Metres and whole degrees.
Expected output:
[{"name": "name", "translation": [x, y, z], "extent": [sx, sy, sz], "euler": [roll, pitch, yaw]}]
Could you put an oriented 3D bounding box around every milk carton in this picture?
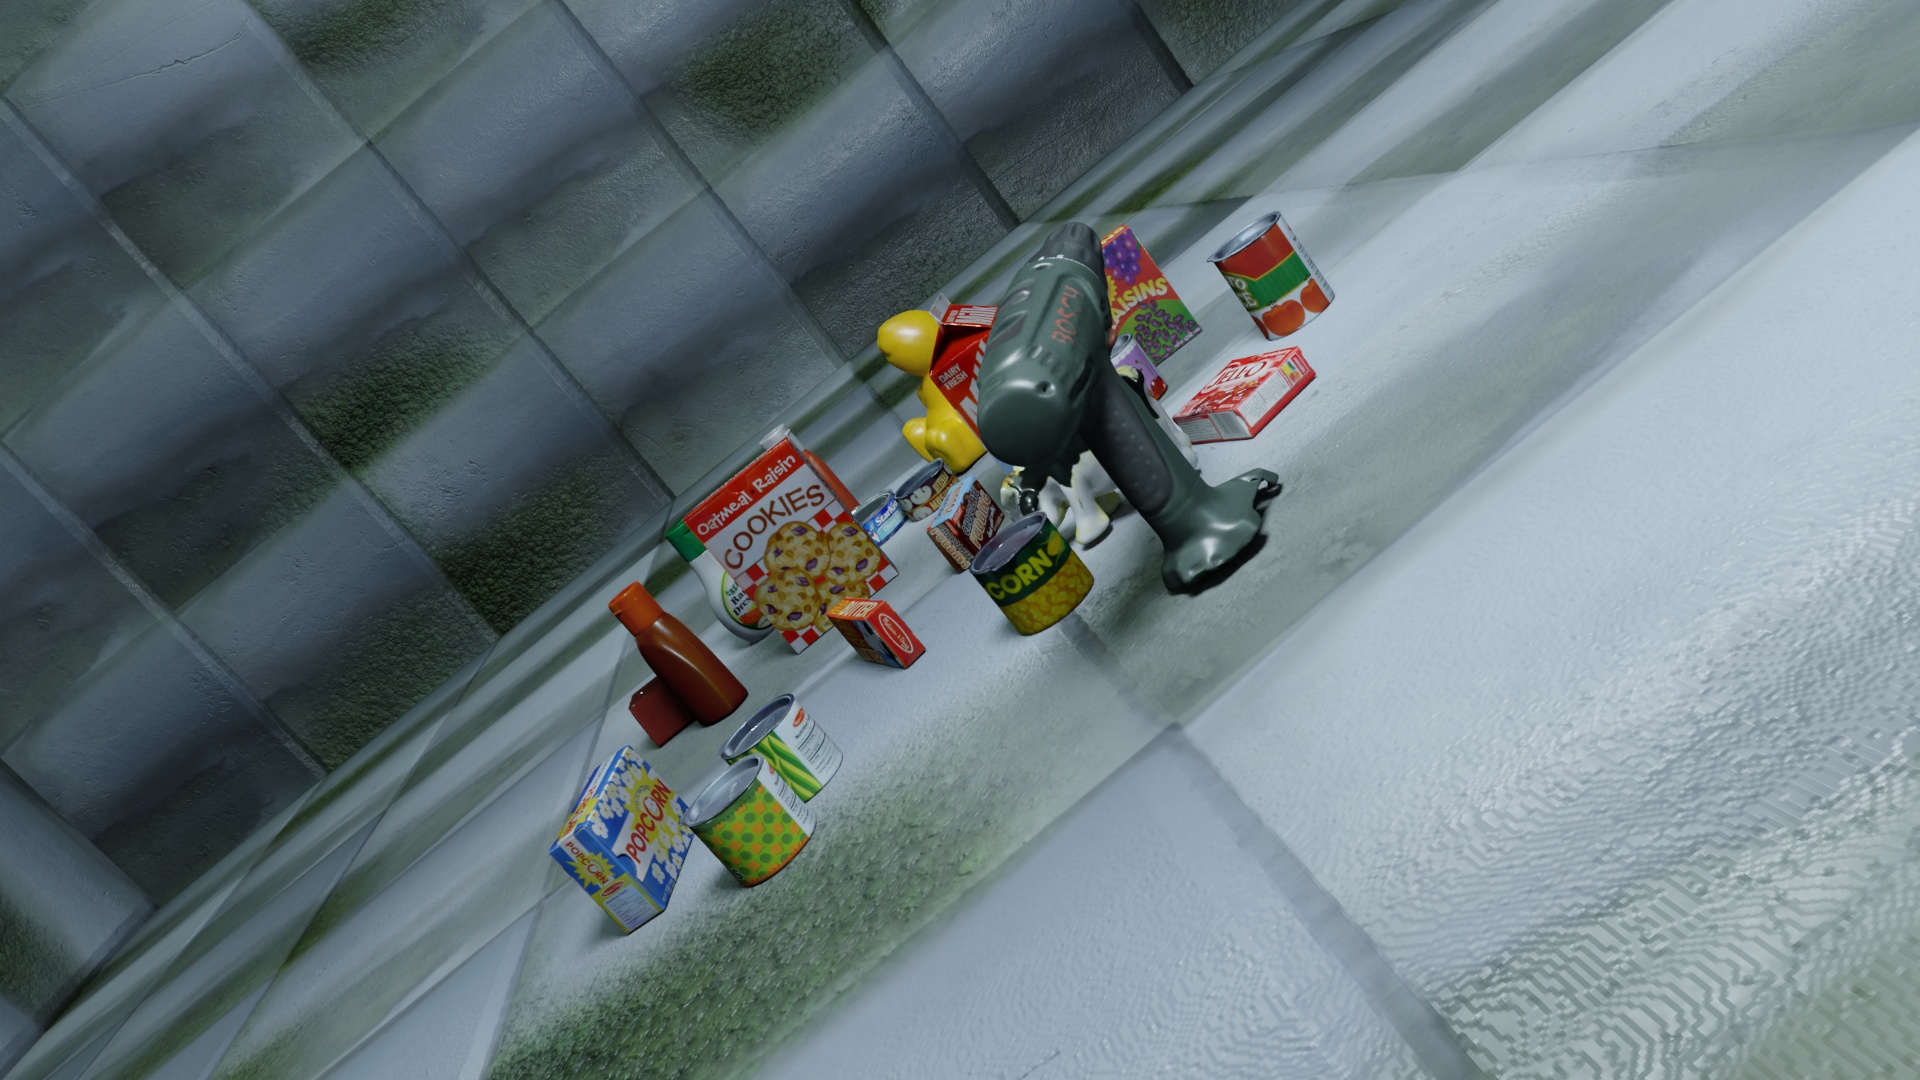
[{"name": "milk carton", "translation": [0.037, -0.129, 1.187], "extent": [0.073, 0.190, 0.072], "euler": [-34, 15, 19]}]

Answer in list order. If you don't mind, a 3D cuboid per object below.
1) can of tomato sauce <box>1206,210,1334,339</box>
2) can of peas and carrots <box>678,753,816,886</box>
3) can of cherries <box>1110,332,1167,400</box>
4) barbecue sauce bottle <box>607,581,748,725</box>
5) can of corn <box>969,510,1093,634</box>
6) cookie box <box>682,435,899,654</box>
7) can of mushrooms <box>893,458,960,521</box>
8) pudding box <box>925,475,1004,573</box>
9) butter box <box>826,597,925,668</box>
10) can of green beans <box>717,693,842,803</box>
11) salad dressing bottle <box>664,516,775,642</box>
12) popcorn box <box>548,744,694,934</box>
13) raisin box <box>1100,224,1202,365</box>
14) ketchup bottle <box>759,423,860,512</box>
[{"name": "can of tomato sauce", "translation": [0.254, -0.215, 1.138], "extent": [0.071, 0.083, 0.071], "euler": [-36, 14, 11]}, {"name": "can of peas and carrots", "translation": [-0.140, 0.186, 0.917], "extent": [0.071, 0.058, 0.071], "euler": [-36, 14, 11]}, {"name": "can of cherries", "translation": [0.140, -0.141, 1.238], "extent": [0.071, 0.058, 0.072], "euler": [-36, 14, 11]}, {"name": "barbecue sauce bottle", "translation": [-0.267, 0.105, 1.296], "extent": [0.064, 0.148, 0.044], "euler": [-26, 19, 42]}, {"name": "can of corn", "translation": [0.049, 0.024, 0.955], "extent": [0.071, 0.058, 0.071], "euler": [-36, 14, 11]}, {"name": "cookie box", "translation": [-0.158, 0.004, 1.303], "extent": [0.123, 0.167, 0.040], "euler": [-39, 14, 0]}, {"name": "can of mushrooms", "translation": [-0.033, -0.053, 1.443], "extent": [0.071, 0.033, 0.071], "euler": [-36, 14, 11]}, {"name": "pudding box", "translation": [0.004, -0.015, 1.201], "extent": [0.030, 0.049, 0.084], "euler": [-31, 16, 29]}, {"name": "butter box", "translation": [-0.069, 0.072, 1.104], "extent": [0.024, 0.053, 0.103], "euler": [-43, 15, -17]}, {"name": "can of green beans", "translation": [-0.127, 0.152, 0.989], "extent": [0.071, 0.057, 0.071], "euler": [-36, 14, 11]}, {"name": "salad dressing bottle", "translation": [-0.249, 0.039, 1.456], "extent": [0.064, 0.147, 0.044], "euler": [-46, 16, -27]}, {"name": "popcorn box", "translation": [-0.245, 0.217, 1.024], "extent": [0.038, 0.085, 0.127], "euler": [-36, 14, 12]}, {"name": "raisin box", "translation": [0.159, -0.225, 1.321], "extent": [0.086, 0.123, 0.040], "euler": [-38, 14, 5]}, {"name": "ketchup bottle", "translation": [-0.166, -0.064, 1.569], "extent": [0.043, 0.148, 0.065], "euler": [-31, 16, 28]}]
